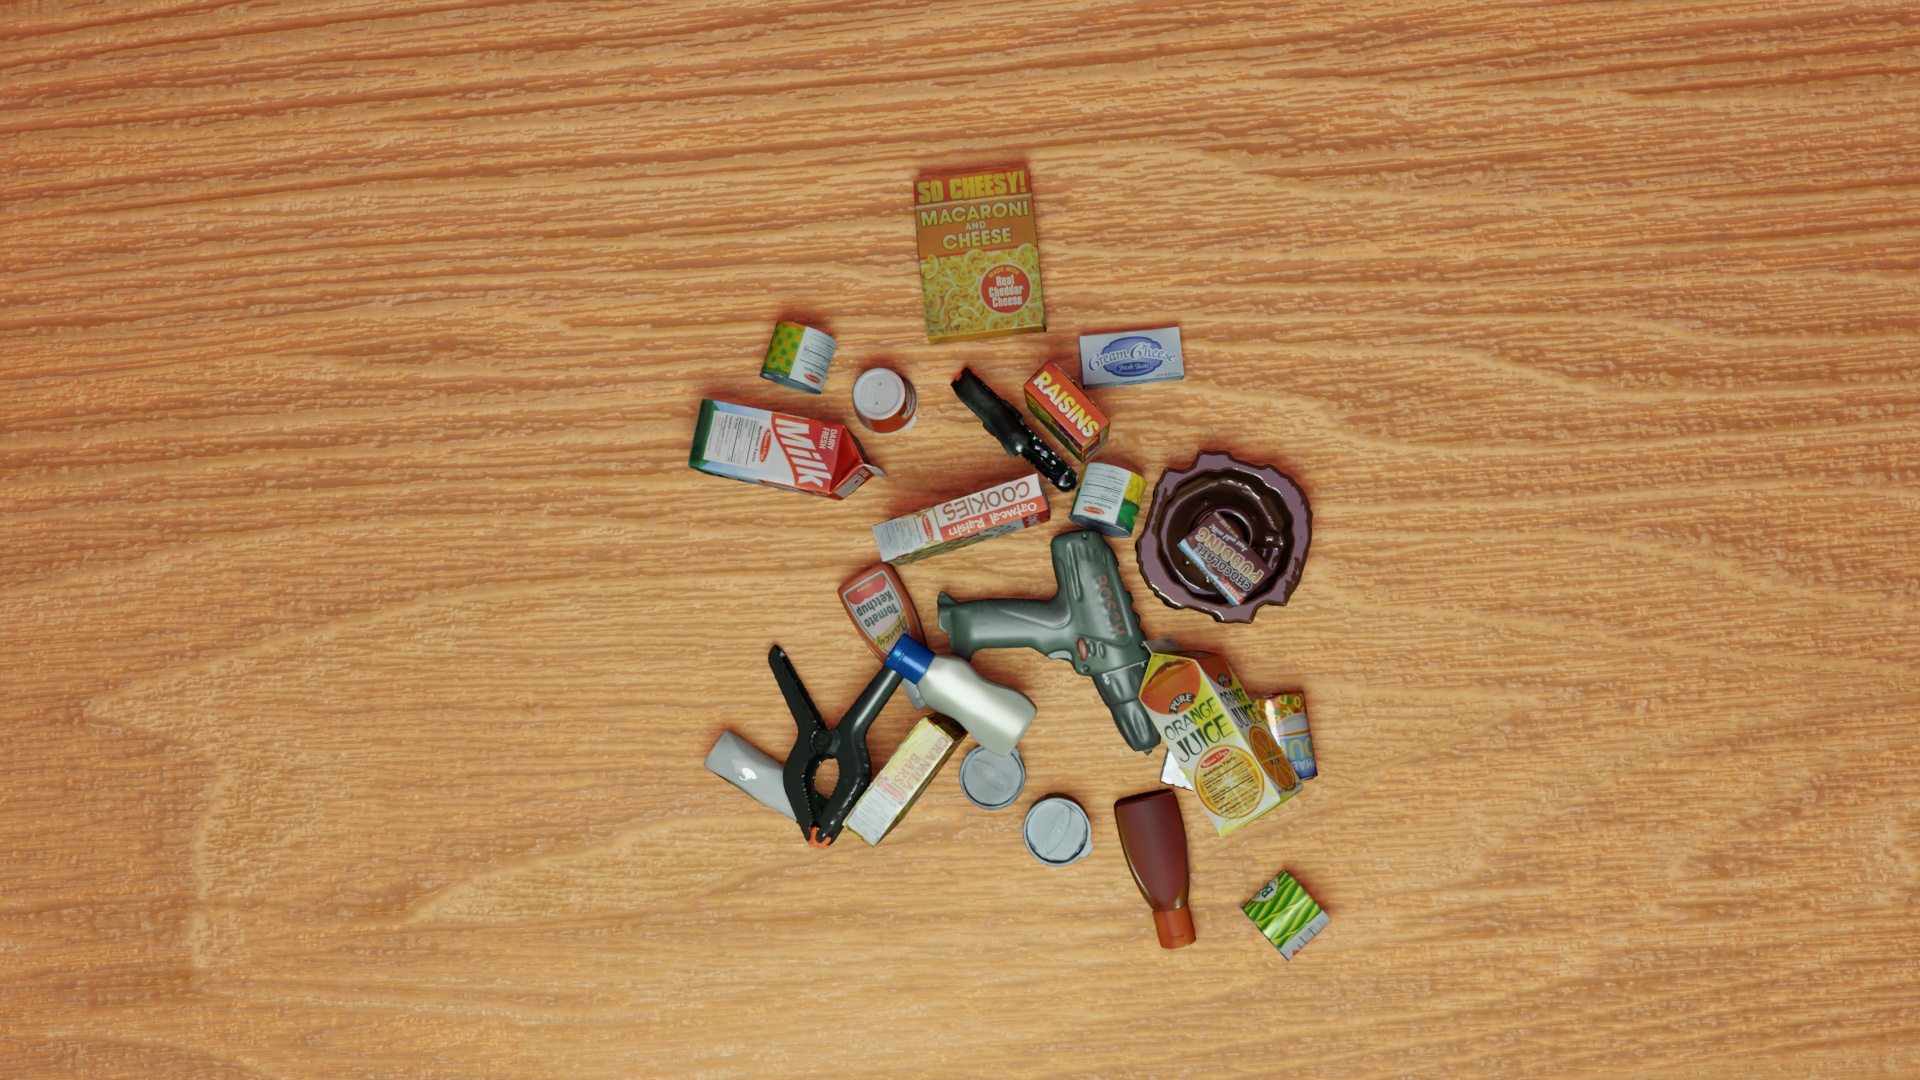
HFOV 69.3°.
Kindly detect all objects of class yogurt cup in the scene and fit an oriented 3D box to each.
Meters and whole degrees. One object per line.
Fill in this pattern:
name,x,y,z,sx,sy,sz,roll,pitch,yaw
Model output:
yogurt cup,-0.080,-0.146,1.424,0.072,0.054,0.072,0,85,5

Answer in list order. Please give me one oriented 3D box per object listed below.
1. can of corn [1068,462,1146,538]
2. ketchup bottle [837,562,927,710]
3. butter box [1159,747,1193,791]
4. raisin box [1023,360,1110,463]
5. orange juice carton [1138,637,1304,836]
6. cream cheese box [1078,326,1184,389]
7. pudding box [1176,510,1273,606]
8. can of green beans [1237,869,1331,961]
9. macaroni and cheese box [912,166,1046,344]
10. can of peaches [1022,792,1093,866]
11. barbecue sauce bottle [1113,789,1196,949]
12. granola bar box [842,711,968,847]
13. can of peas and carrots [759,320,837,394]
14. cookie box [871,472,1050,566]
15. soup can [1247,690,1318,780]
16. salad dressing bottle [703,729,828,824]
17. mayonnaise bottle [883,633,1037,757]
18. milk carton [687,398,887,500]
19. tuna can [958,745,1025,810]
can of corn,0.148,-0.040,1.392,0.071,0.071,0.058,17,82,6
ketchup bottle,-0.064,0.099,1.408,0.064,0.043,0.149,-30,84,6
butter box,0.236,0.198,1.386,0.053,0.024,0.103,15,86,7
raisin box,0.106,-0.126,1.374,0.040,0.123,0.086,-43,83,1
orange juice carton,0.237,0.175,1.323,0.072,0.072,0.193,-39,70,26
cream cheese box,0.174,-0.187,1.424,0.104,0.024,0.053,-6,84,4
pudding box,0.255,0.017,1.341,0.049,0.030,0.084,-42,84,-1
can of green beans,0.315,0.362,1.345,0.058,0.071,0.071,-42,84,0
macaroni and cheese box,0.019,-0.293,1.436,0.124,0.040,0.166,-6,85,4
can of peaches,0.097,0.286,1.372,0.071,0.058,0.071,0,85,4
barbecue sauce bottle,0.197,0.324,1.369,0.065,0.043,0.148,-13,85,3
granola bar box,-0.049,0.224,1.335,0.039,0.165,0.124,38,90,7
can of peas and carrots,-0.168,-0.188,1.430,0.071,0.071,0.058,17,87,6
cookie box,0.005,-0.017,1.372,0.167,0.123,0.040,-17,85,3
soup can,0.311,0.192,1.358,0.071,0.071,0.084,-8,85,4
salad dressing bottle,-0.186,0.248,1.398,0.147,0.064,0.044,34,87,-1
mayonnaise bottle,-0.002,0.143,1.327,0.148,0.041,0.064,34,95,-2
milk carton,-0.171,-0.088,1.418,0.191,0.072,0.073,11,86,6
tuna can,0.034,0.233,1.394,0.071,0.033,0.071,0,85,4
